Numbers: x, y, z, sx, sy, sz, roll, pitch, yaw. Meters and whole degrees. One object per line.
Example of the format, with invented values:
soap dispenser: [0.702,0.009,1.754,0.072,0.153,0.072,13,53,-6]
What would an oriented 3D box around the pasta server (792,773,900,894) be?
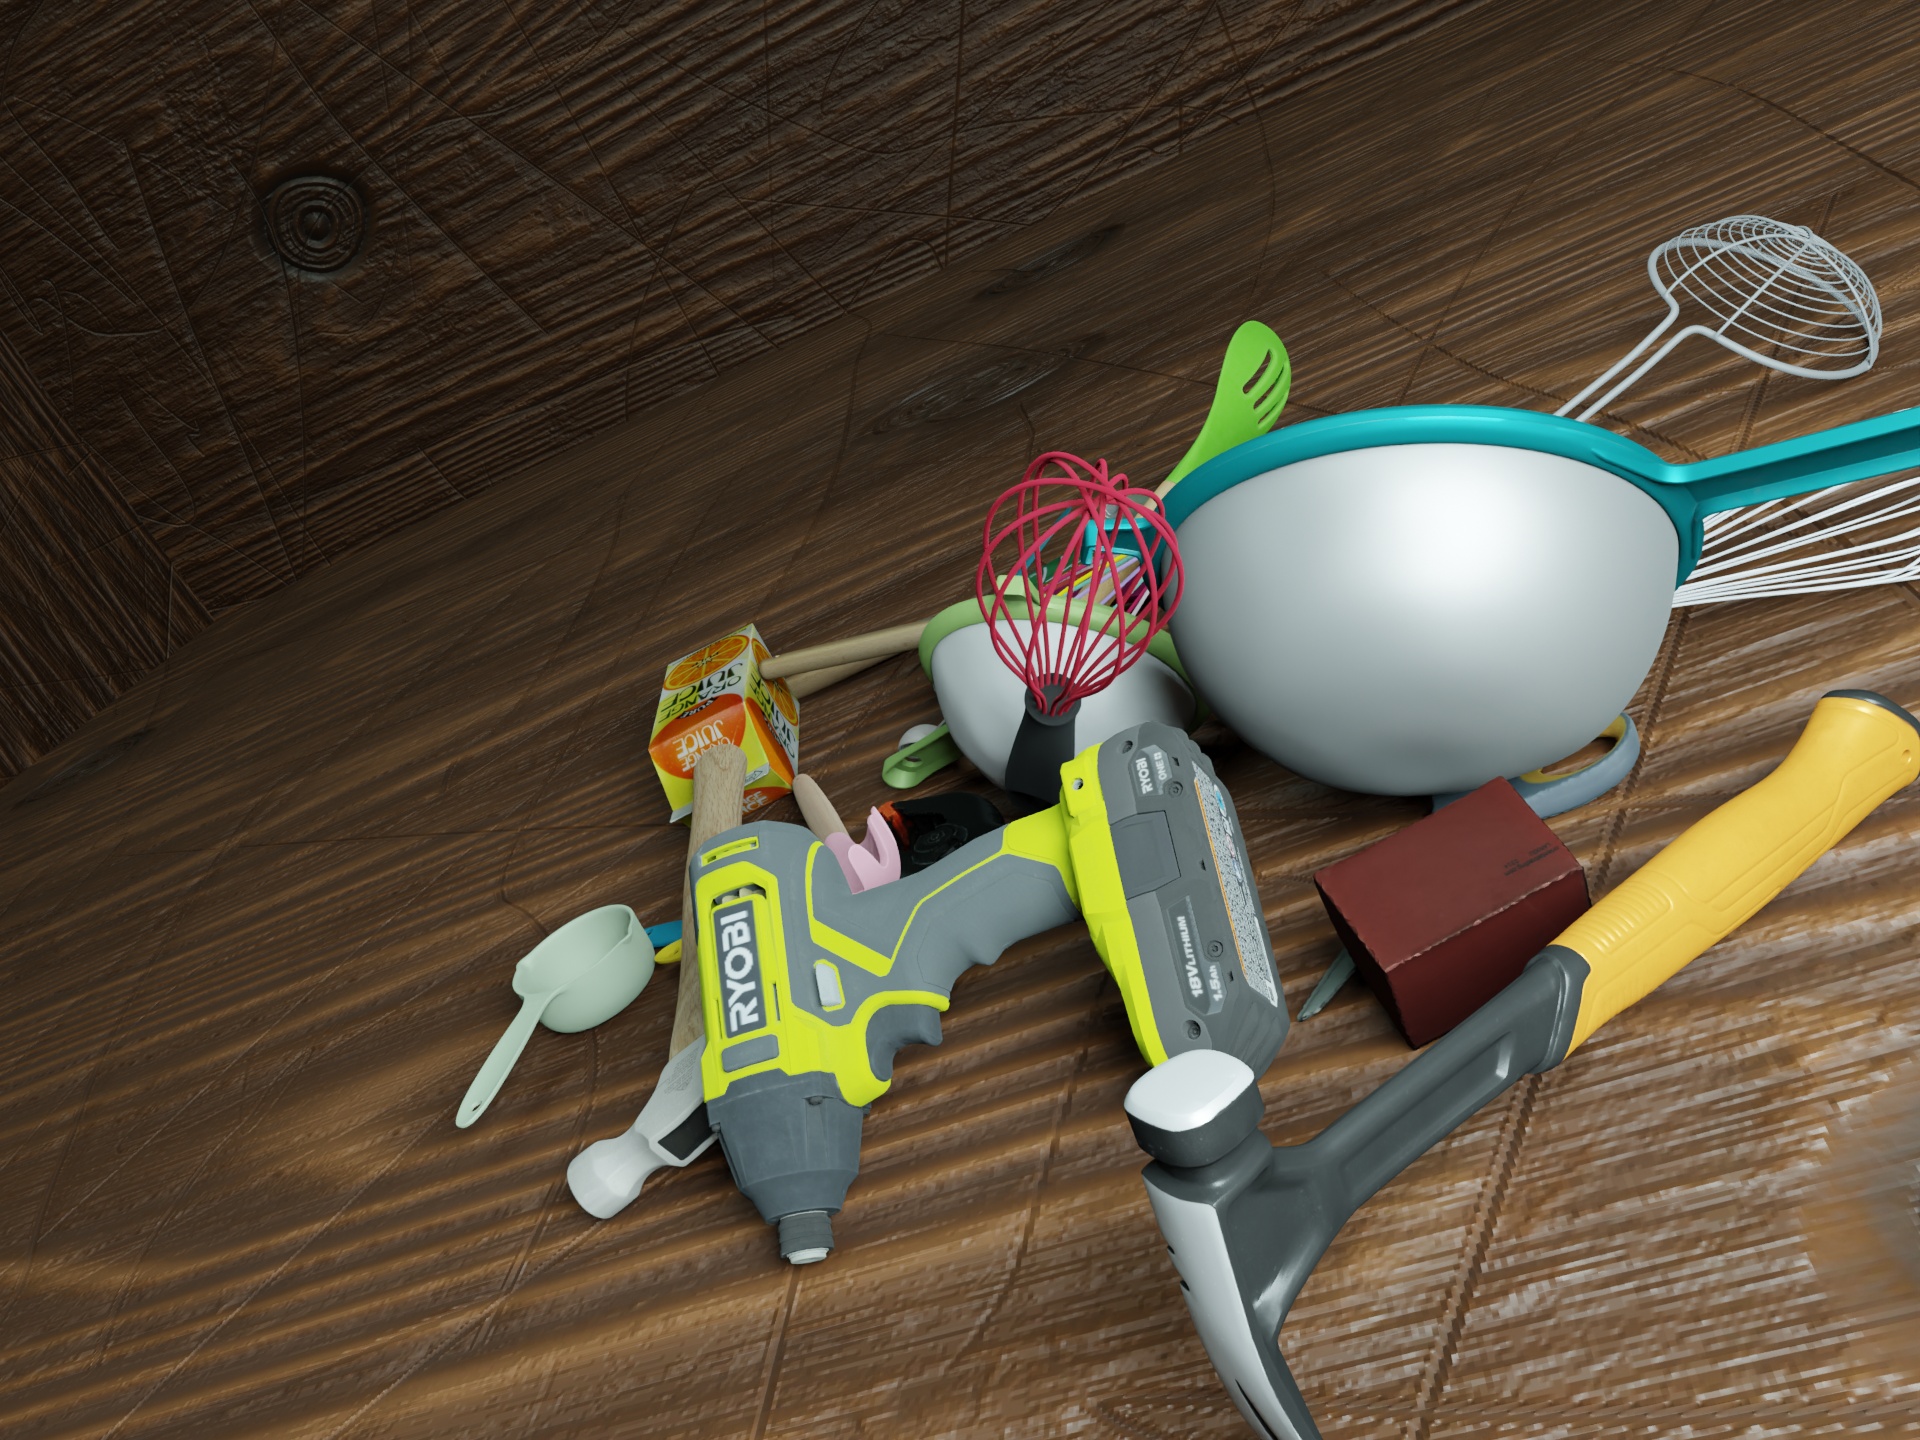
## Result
pasta server: [-0.074,0.056,0.852,0.060,0.040,0.316,-43,13,-3]

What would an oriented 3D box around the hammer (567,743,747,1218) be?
hammer: [-0.127,0.100,0.818,0.130,0.031,0.332,-38,24,13]

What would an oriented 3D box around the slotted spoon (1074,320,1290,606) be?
slotted spoon: [0.113,-0.116,0.936,0.031,0.070,0.314,20,66,43]

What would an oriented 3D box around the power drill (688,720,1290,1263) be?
power drill: [0.003,0.102,0.613,0.223,0.080,0.171,-20,63,19]

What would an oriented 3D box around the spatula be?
spatula: [-0.055,-0.065,1.146,0.317,0.044,0.082,-24,12,15]

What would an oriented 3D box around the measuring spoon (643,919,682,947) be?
measuring spoon: [-0.143,0.109,0.898,0.128,0.021,0.042,-14,26,29]

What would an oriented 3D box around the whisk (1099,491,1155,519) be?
whisk: [0.181,-0.130,0.976,0.246,0.059,0.058,7,78,46]

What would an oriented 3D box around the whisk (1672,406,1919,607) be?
whisk: [0.306,-0.059,0.704,0.284,0.070,0.070,-21,23,31]

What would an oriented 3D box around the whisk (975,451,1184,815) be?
whisk: [0.039,-0.016,0.630,0.073,0.073,0.295,-34,-17,-14]

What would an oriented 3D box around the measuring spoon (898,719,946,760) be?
measuring spoon: [-0.001,-0.003,0.907,0.124,0.034,0.018,141,139,-59]

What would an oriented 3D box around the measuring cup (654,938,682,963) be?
measuring cup: [-0.105,0.120,0.834,0.156,0.029,0.062,-18,23,40]

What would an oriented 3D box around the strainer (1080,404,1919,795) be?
strainer: [0.219,-0.037,0.568,0.340,0.210,0.095,-13,62,41]

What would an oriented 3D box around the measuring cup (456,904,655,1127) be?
measuring cup: [-0.217,0.165,0.848,0.083,0.038,0.168,-17,26,25]

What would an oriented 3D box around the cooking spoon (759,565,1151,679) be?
cooking spoon: [0.017,-0.065,1.023,0.319,0.017,0.069,-12,22,16]

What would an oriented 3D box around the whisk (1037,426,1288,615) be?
whisk: [0.112,-0.096,0.901,0.245,0.047,0.051,-39,23,-24]

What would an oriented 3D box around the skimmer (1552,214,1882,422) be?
skimmer: [0.330,-0.145,0.867,0.363,0.090,0.127,-38,59,5]

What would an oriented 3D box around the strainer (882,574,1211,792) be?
strainer: [0.020,0.018,0.833,0.256,0.151,0.069,-29,41,54]

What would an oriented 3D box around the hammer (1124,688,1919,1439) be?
hammer: [0.197,0.083,0.487,0.337,0.127,0.034,-28,18,-27]
